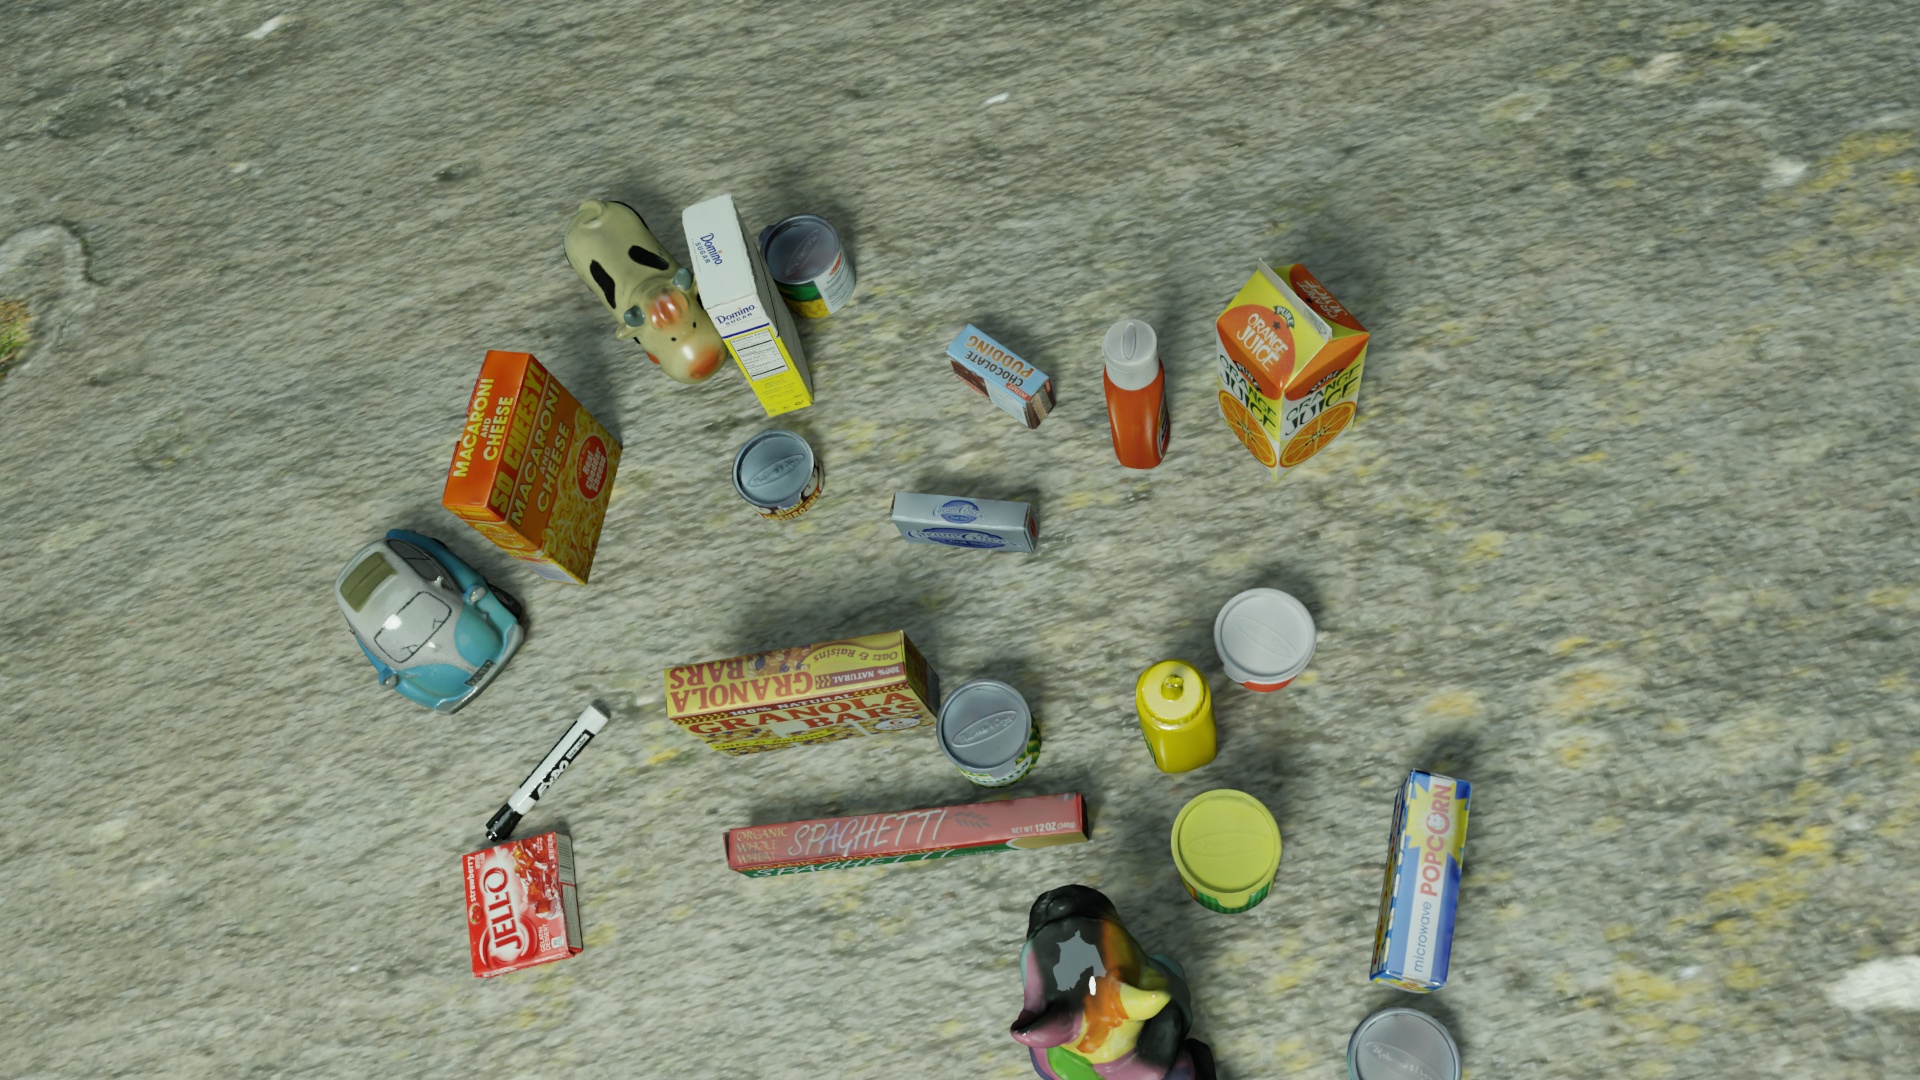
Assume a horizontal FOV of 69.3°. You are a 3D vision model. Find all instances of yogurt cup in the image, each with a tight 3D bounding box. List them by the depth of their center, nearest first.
[{"bbox_3d":[0.210,0.072,0.961,0.072,0.053,0.072,-4,68,10],"label":"yogurt cup"}]

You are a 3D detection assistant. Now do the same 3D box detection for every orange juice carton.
[{"bbox_3d":[0.227,-0.122,0.959,0.073,0.192,0.072,-35,67,-3],"label":"orange juice carton"}]

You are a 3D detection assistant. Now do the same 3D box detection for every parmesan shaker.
[{"bbox_3d":[0.170,0.204,0.889,0.071,0.102,0.071,-4,68,10],"label":"parmesan shaker"}]

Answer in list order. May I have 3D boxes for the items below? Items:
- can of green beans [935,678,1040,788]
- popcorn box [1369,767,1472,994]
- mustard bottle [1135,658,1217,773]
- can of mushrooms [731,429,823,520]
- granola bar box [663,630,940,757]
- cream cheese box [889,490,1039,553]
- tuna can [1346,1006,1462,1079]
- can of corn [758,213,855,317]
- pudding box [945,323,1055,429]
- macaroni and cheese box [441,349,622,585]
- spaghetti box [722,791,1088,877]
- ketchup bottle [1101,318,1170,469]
[{"bbox_3d":[0.021,0.136,0.970,0.071,0.057,0.071,-4,68,10],"label":"can of green beans"},{"bbox_3d":[0.288,0.216,0.872,0.038,0.085,0.127,10,71,15],"label":"popcorn box"},{"bbox_3d":[0.139,0.108,0.903,0.049,0.159,0.065,-17,67,4],"label":"mustard bottle"},{"bbox_3d":[-0.142,-0.049,1.087,0.071,0.033,0.071,-4,68,9],"label":"can of mushrooms"},{"bbox_3d":[-0.105,0.110,0.968,0.165,0.124,0.039,-10,68,7],"label":"granola bar box"},{"bbox_3d":[0.004,-0.013,1.035,0.104,0.053,0.024,5,70,13],"label":"cream cheese box"},{"bbox_3d":[0.273,0.326,0.860,0.071,0.032,0.071,-4,68,9],"label":"tuna can"},{"bbox_3d":[-0.126,-0.226,1.141,0.071,0.058,0.071,-4,68,10],"label":"can of corn"},{"bbox_3d":[0.031,-0.127,1.077,0.084,0.049,0.030,36,80,21],"label":"pudding box"},{"bbox_3d":[-0.320,-0.051,1.050,0.040,0.166,0.124,5,70,13],"label":"macaroni and cheese box"},{"bbox_3d":[-0.037,0.204,0.958,0.250,0.050,0.029,-8,68,8],"label":"spaghetti box"},{"bbox_3d":[0.126,-0.107,0.997,0.043,0.148,0.065,1,70,12],"label":"ketchup bottle"}]
